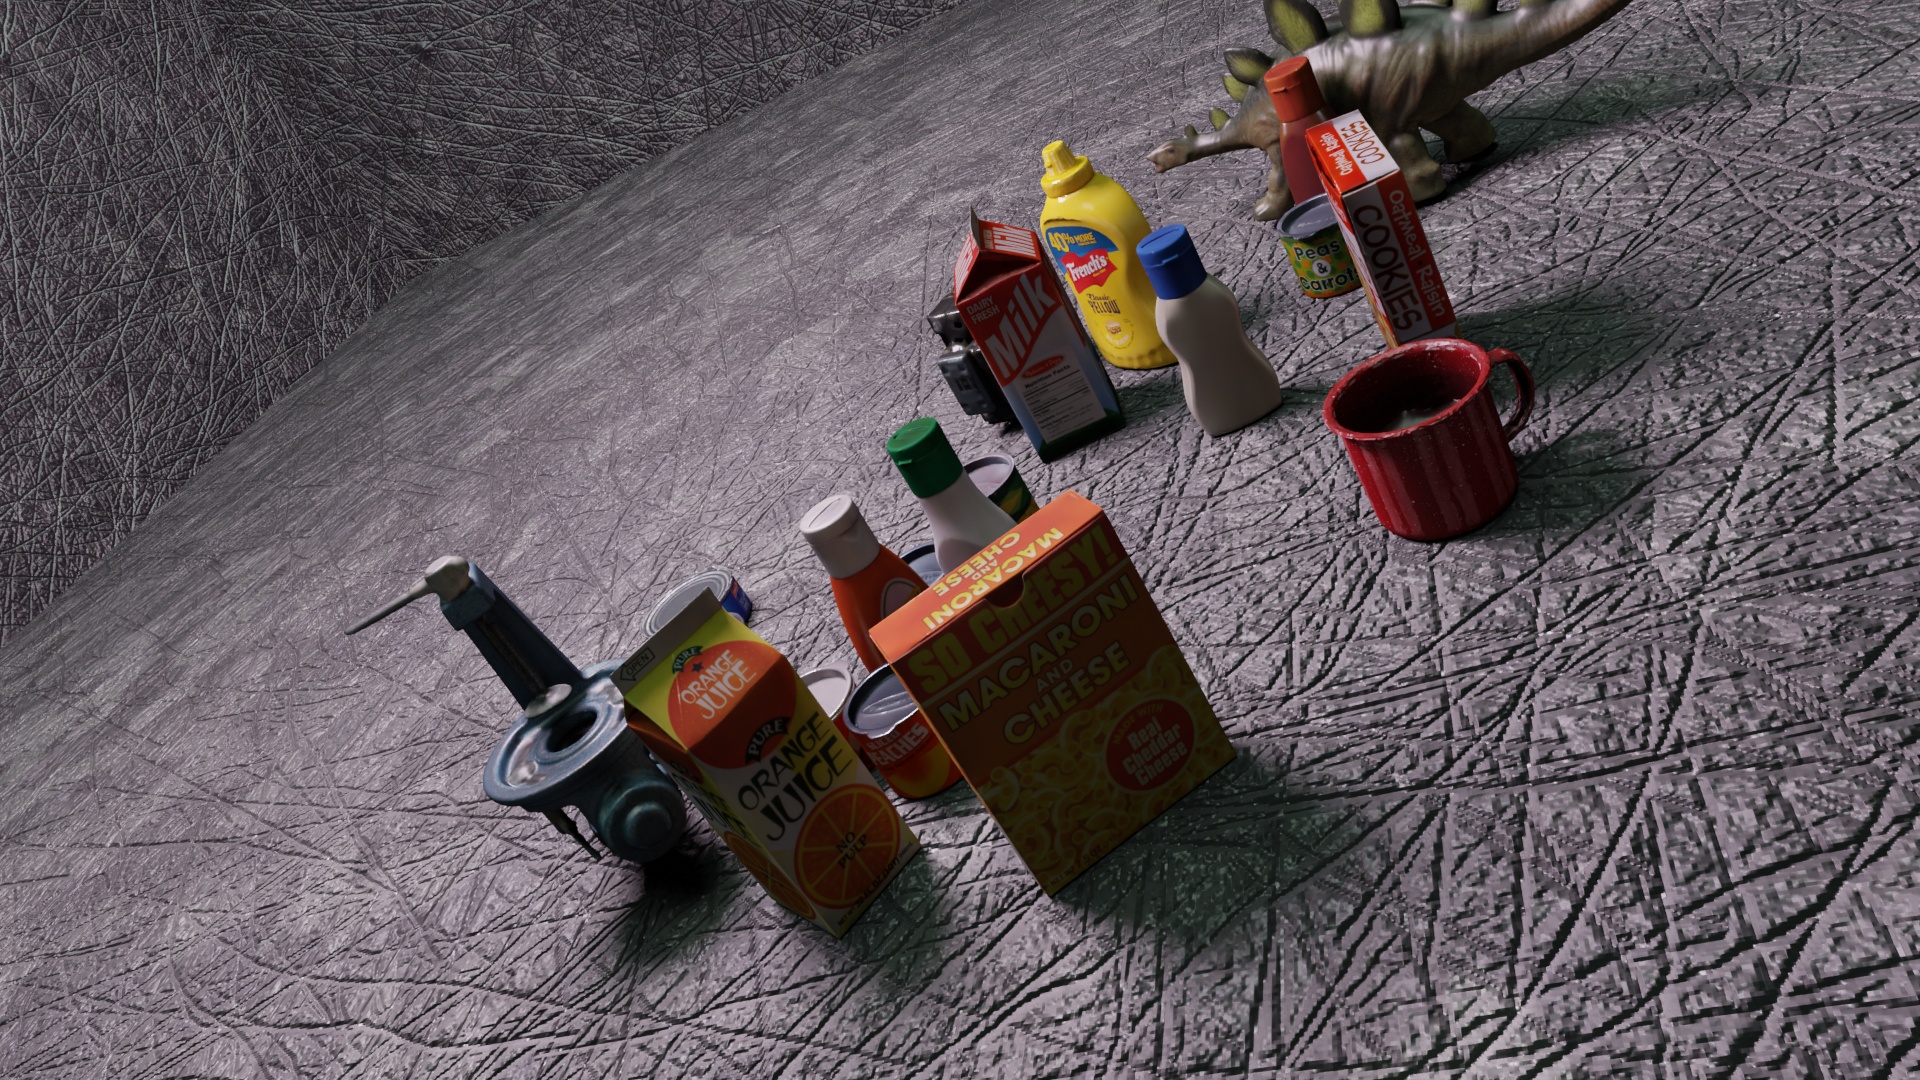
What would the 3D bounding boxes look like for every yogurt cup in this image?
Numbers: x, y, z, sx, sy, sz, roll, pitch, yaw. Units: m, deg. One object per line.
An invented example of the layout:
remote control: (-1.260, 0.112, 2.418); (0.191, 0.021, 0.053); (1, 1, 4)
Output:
yogurt cup: (-0.084, 0.120, 0.869); (0.072, 0.053, 0.073); (-24, 28, 14)

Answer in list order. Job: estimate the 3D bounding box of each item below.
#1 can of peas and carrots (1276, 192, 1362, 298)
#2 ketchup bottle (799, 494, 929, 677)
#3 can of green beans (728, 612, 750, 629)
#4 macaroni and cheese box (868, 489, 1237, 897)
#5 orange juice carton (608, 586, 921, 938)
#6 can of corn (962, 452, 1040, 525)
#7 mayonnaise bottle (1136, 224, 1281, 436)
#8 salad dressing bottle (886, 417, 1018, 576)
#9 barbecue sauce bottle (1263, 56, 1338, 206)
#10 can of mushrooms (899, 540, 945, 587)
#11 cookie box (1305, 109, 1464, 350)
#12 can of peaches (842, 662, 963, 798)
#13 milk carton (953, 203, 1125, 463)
can of peas and carrots: (0.284, -0.227, 1.069); (0.071, 0.058, 0.071); (-24, 28, 14)
ketchup bottle: (-0.048, 0.039, 0.863); (0.043, 0.148, 0.065); (5, 44, 49)
can of green beans: (-0.168, 0.094, 0.990); (0.071, 0.057, 0.071); (-24, 28, 14)
macaroni and cheese box: (0.050, 0.077, 0.685); (0.124, 0.166, 0.040); (-35, 28, -8)
orange juice carton: (-0.109, 0.117, 0.747); (0.072, 0.192, 0.073); (-45, 30, -25)
can of corn: (0.020, -0.018, 0.988); (0.071, 0.058, 0.071); (-24, 28, 14)
mayonnaise bottle: (0.167, -0.145, 0.955); (0.064, 0.147, 0.041); (-26, 28, 11)
salad dressing bottle: (0.003, -0.011, 0.897); (0.064, 0.147, 0.044); (-10, 34, 36)
barbecue sauce bottle: (0.285, -0.310, 1.108); (0.065, 0.148, 0.044); (4, 44, 49)
can of mushrooms: (-0.026, 0.035, 0.973); (0.071, 0.033, 0.071); (-24, 28, 14)
cookie box: (0.272, -0.174, 0.878); (0.040, 0.167, 0.123); (-23, 28, 16)
can of peaches: (-0.028, 0.111, 0.822); (0.071, 0.058, 0.071); (-24, 28, 14)
milk carton: (0.051, -0.162, 1.052); (0.073, 0.190, 0.073); (-25, 28, 12)
